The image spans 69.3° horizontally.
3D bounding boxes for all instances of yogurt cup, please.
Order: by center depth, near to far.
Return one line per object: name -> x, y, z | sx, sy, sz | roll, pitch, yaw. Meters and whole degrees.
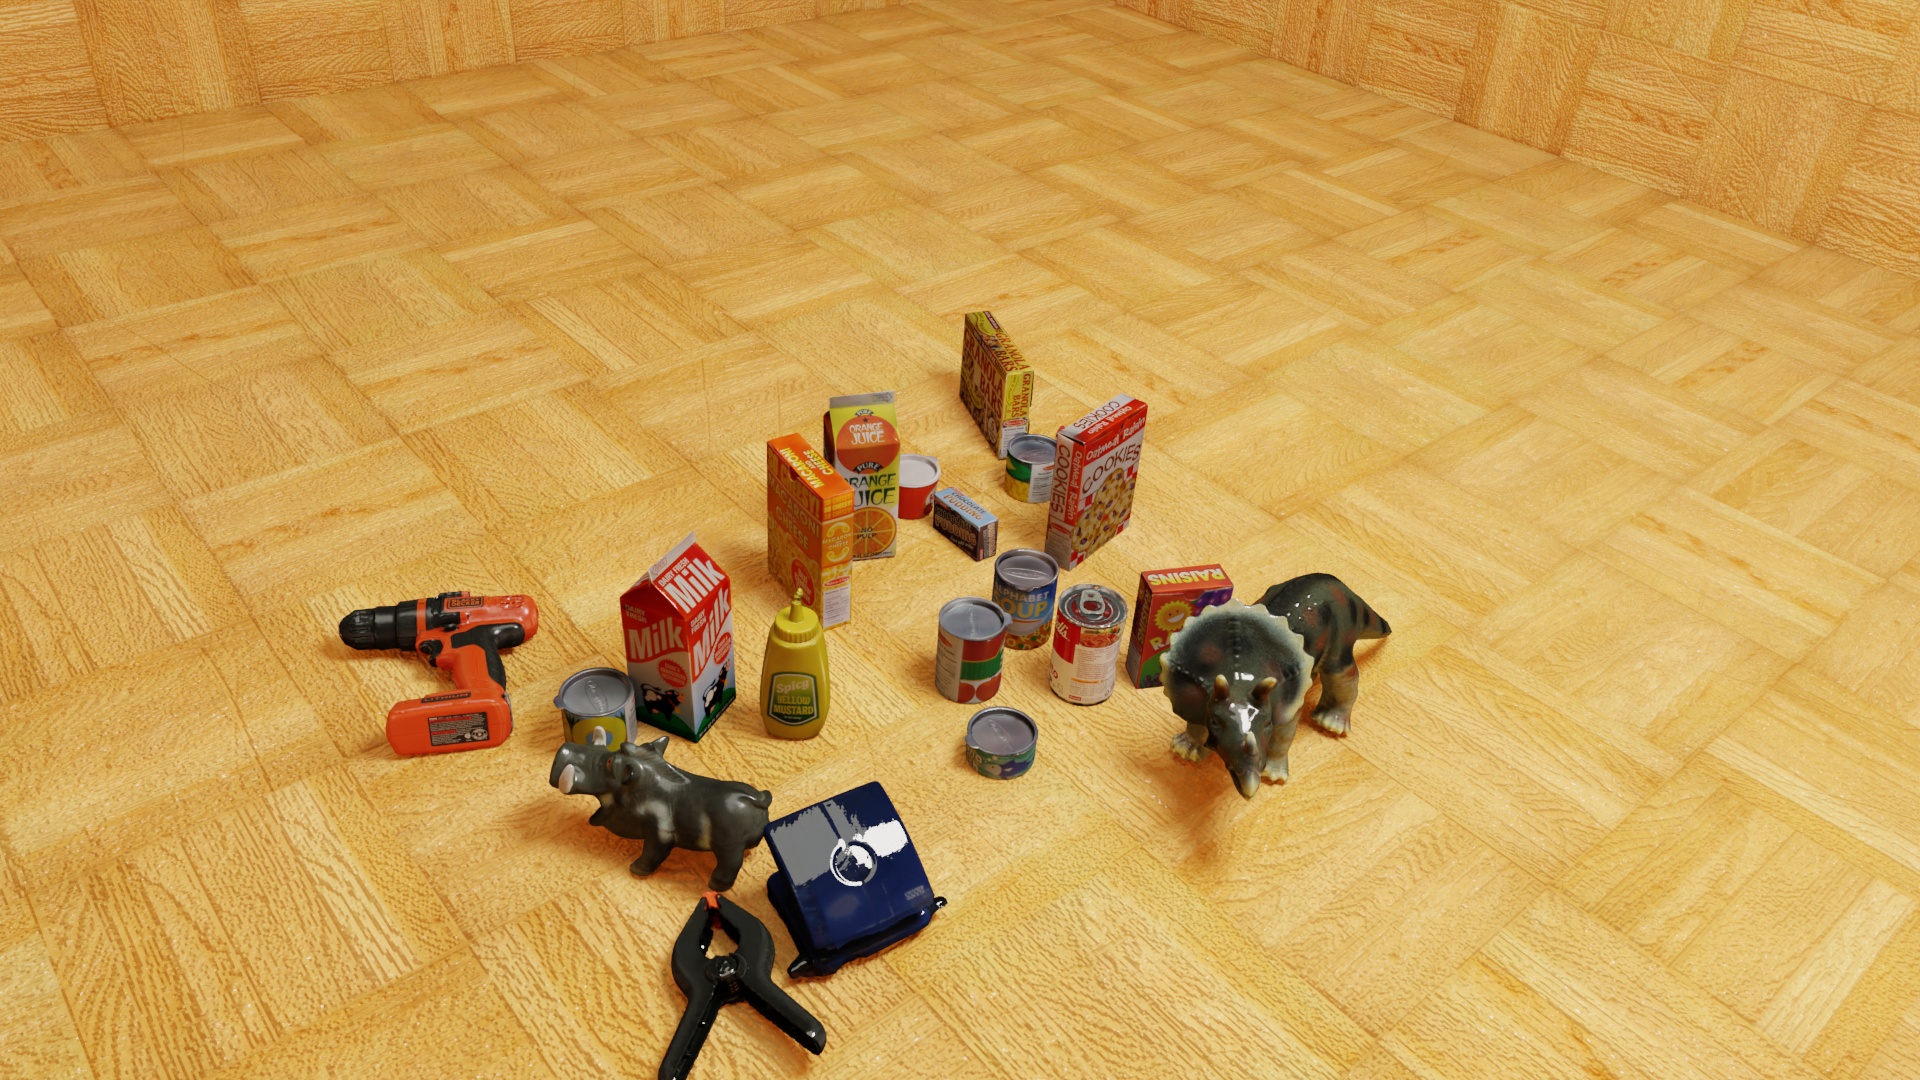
yogurt cup -> -0.058, -0.061, 1.605 | 0.072, 0.053, 0.073 | 3, 35, -2

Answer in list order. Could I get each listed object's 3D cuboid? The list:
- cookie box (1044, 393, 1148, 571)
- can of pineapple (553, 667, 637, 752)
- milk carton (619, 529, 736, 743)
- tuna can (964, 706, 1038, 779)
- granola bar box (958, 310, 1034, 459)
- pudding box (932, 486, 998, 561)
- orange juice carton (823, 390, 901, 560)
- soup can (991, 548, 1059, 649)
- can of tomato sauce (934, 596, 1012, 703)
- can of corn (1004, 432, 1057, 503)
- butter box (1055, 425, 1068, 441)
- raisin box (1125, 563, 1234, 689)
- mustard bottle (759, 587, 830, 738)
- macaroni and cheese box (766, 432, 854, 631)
cookie box -> 0.150, -0.065, 1.536 | 0.040, 0.166, 0.123 | 27, 41, 29
can of pineapple -> -0.331, 0.158, 1.264 | 0.071, 0.057, 0.071 | 3, 35, -2
milk carton -> -0.256, 0.084, 1.262 | 0.073, 0.189, 0.073 | 17, 37, 18
tuna can -> 0.036, 0.188, 1.283 | 0.071, 0.032, 0.071 | 3, 35, -2
granola bar box -> 0.044, -0.197, 1.748 | 0.039, 0.123, 0.166 | -8, 37, -16
pudding box -> 0.006, -0.020, 1.557 | 0.030, 0.049, 0.084 | -22, 43, -32
orange juice carton -> -0.108, -0.075, 1.501 | 0.072, 0.191, 0.073 | -6, 36, -14
soup can -> 0.064, 0.062, 1.420 | 0.071, 0.083, 0.072 | 3, 35, -2
can of tomato sauce -> 0.011, 0.107, 1.351 | 0.071, 0.082, 0.071 | 3, 35, -2
can of corn -> 0.085, -0.087, 1.654 | 0.071, 0.058, 0.071 | 3, 35, -2
butter box -> 0.165, -0.103, 1.689 | 0.103, 0.052, 0.024 | 14, 36, 13
raisin box -> 0.214, 0.085, 1.369 | 0.086, 0.122, 0.040 | -5, 36, -12
mustard bottle -> -0.151, 0.110, 1.263 | 0.065, 0.159, 0.049 | 2, 35, -4
macaroni and cheese box -> -0.156, -0.008, 1.424 | 0.040, 0.165, 0.124 | -18, 41, -28
